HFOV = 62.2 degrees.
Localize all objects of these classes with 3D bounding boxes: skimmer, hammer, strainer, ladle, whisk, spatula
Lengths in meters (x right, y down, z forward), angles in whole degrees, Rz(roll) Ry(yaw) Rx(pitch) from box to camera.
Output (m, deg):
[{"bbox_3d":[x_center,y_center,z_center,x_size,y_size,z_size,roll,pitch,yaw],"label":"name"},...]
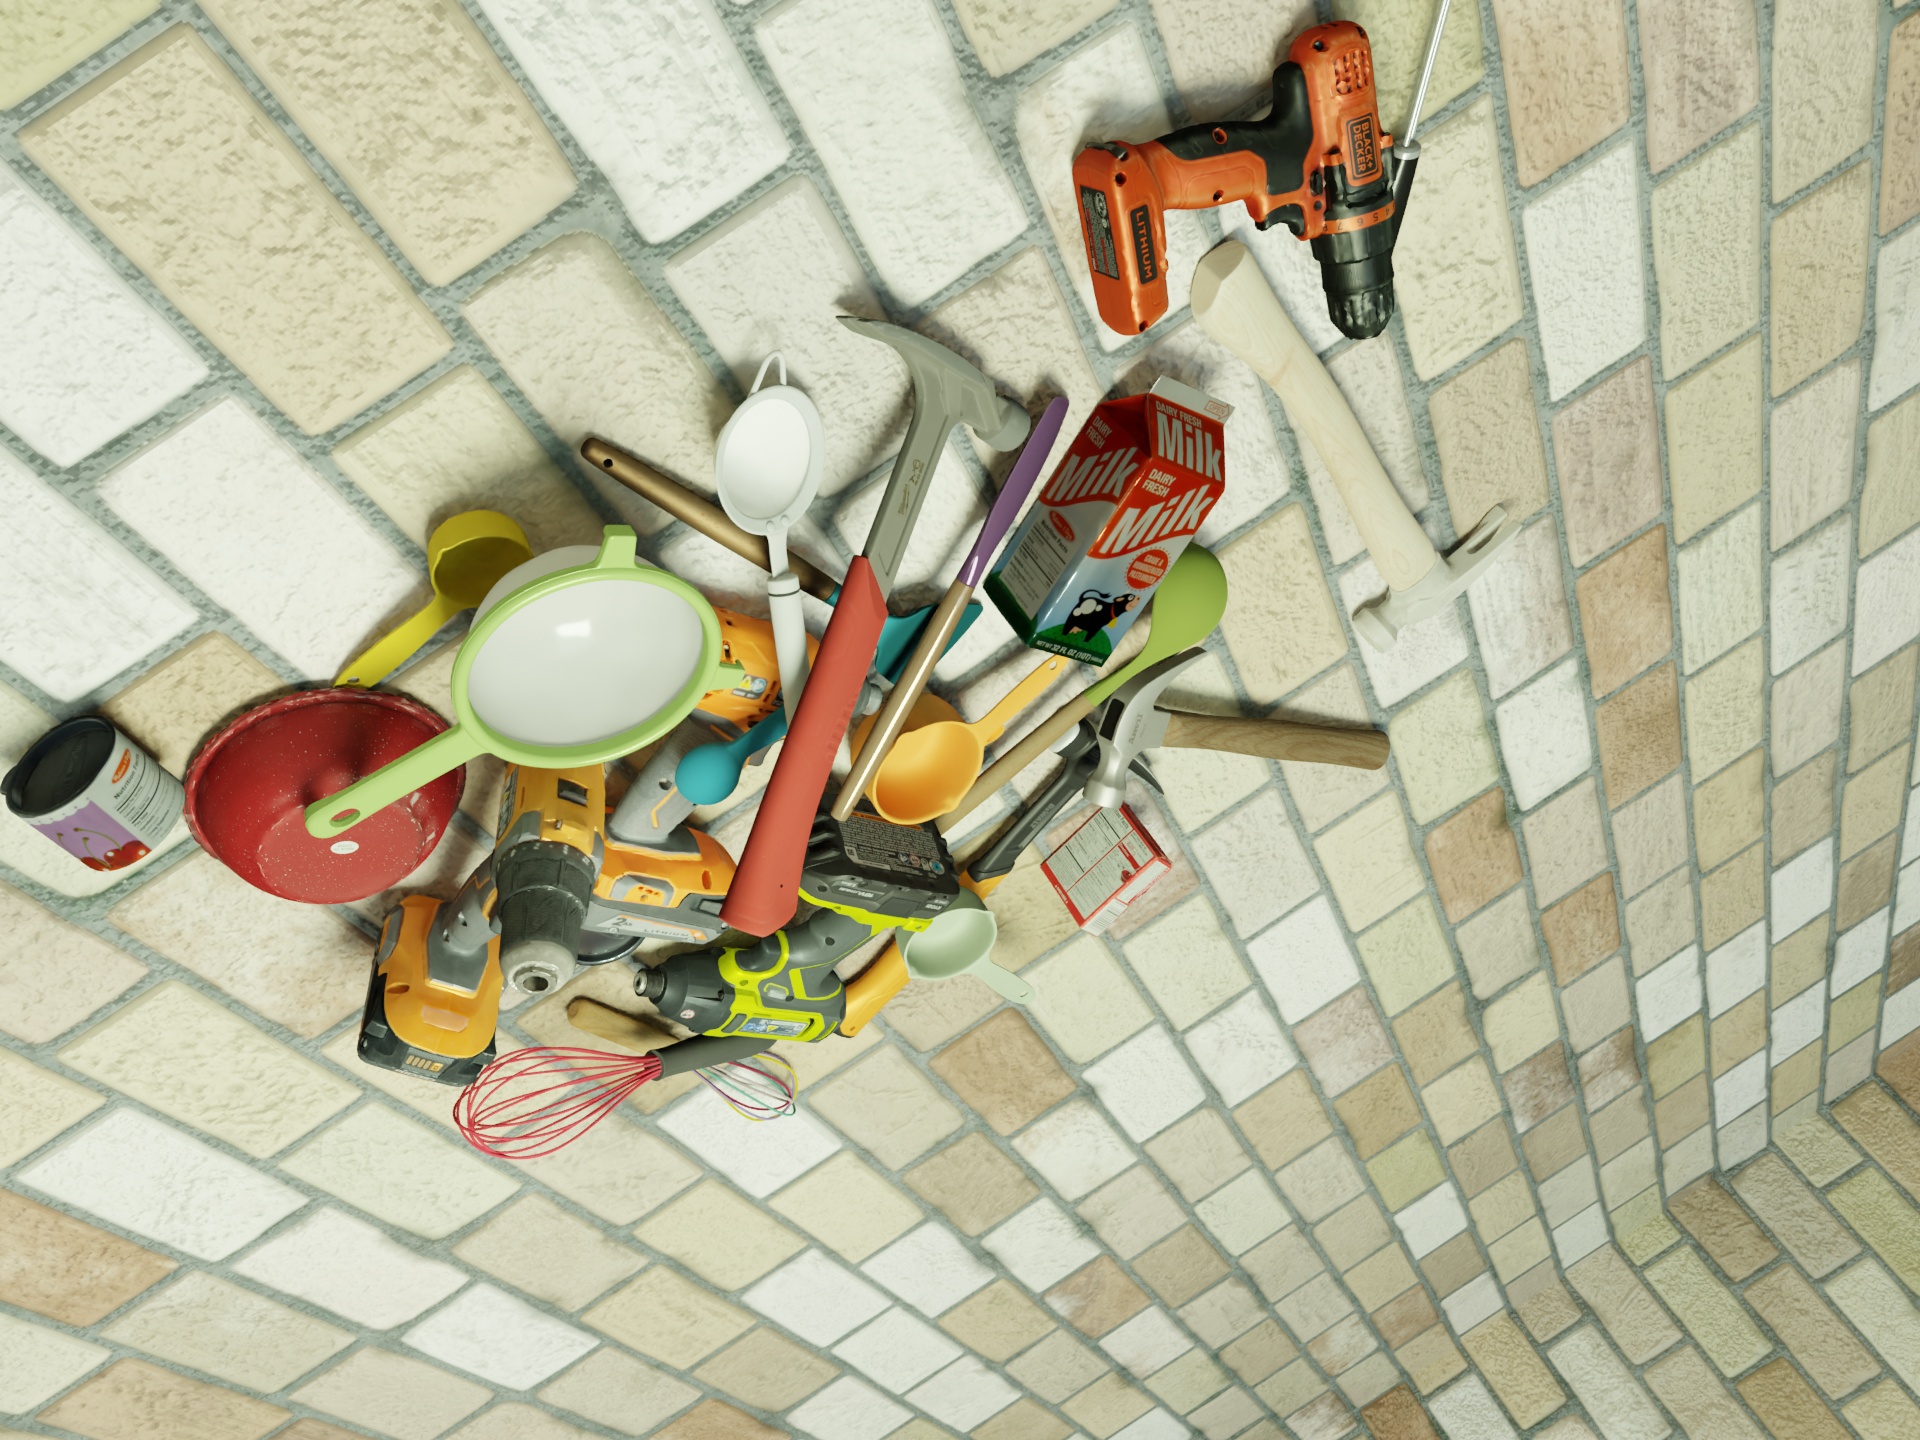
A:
[{"bbox_3d":[0.301,-0.381,0.920,0.127,0.090,0.363,-42,151,-40],"label":"skimmer"},{"bbox_3d":[0.236,0.011,1.270,0.331,0.031,0.130,5,107,-40],"label":"hammer"},{"bbox_3d":[-0.260,-0.021,0.895,0.256,0.069,0.151,-30,144,2],"label":"strainer"},{"bbox_3d":[0.067,-0.009,1.158,0.320,0.062,0.078,-41,160,15],"label":"ladle"},{"bbox_3d":[-0.237,0.254,1.152,0.295,0.073,0.073,-5,134,-53],"label":"whisk"},{"bbox_3d":[-0.212,0.269,1.249,0.047,0.051,0.244,-39,135,16],"label":"whisk"},{"bbox_3d":[-0.072,-0.048,0.934,0.149,0.037,0.359,21,90,-46],"label":"hammer"},{"bbox_3d":[-0.008,-0.068,1.034,0.316,0.018,0.060,-61,167,15],"label":"spatula"},{"bbox_3d":[0.013,0.135,1.266,0.337,0.034,0.127,-47,135,15],"label":"hammer"},{"bbox_3d":[0.276,-0.196,1.117,0.146,0.038,0.410,-42,137,8],"label":"hammer"},{"bbox_3d":[-0.108,-0.088,0.936,0.087,0.050,0.258,-27,120,-44],"label":"strainer"},{"bbox_3d":[-0.106,-0.097,0.990,0.317,0.044,0.082,30,110,-40],"label":"spatula"}]

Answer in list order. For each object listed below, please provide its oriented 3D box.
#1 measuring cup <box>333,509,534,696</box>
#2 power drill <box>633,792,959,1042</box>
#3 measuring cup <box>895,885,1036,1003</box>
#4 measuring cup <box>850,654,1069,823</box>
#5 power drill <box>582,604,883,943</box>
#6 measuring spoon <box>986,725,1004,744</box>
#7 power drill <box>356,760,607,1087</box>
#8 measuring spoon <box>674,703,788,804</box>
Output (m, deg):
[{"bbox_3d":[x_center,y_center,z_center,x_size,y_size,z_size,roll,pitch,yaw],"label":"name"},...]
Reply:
[{"bbox_3d":[-0.306,-0.065,0.903,0.156,0.029,0.062,-35,147,20],"label":"measuring cup"},{"bbox_3d":[-0.120,0.155,1.158,0.171,0.080,0.223,15,130,-38],"label":"power drill"},{"bbox_3d":[0.010,0.181,1.253,0.083,0.038,0.167,-39,136,8],"label":"measuring cup"},{"bbox_3d":[-0.002,-0.004,1.120,0.173,0.052,0.095,-40,138,-5],"label":"measuring cup"},{"bbox_3d":[-0.156,0.036,1.040,0.164,0.084,0.226,14,116,-39],"label":"power drill"},{"bbox_3d":[-0.016,0.037,1.177,0.117,0.011,0.021,-38,155,10],"label":"measuring spoon"},{"bbox_3d":[-0.284,0.132,0.961,0.084,0.186,0.226,24,124,-28],"label":"power drill"},{"bbox_3d":[-0.117,0.012,0.981,0.128,0.021,0.042,-34,133,-9],"label":"measuring spoon"}]
